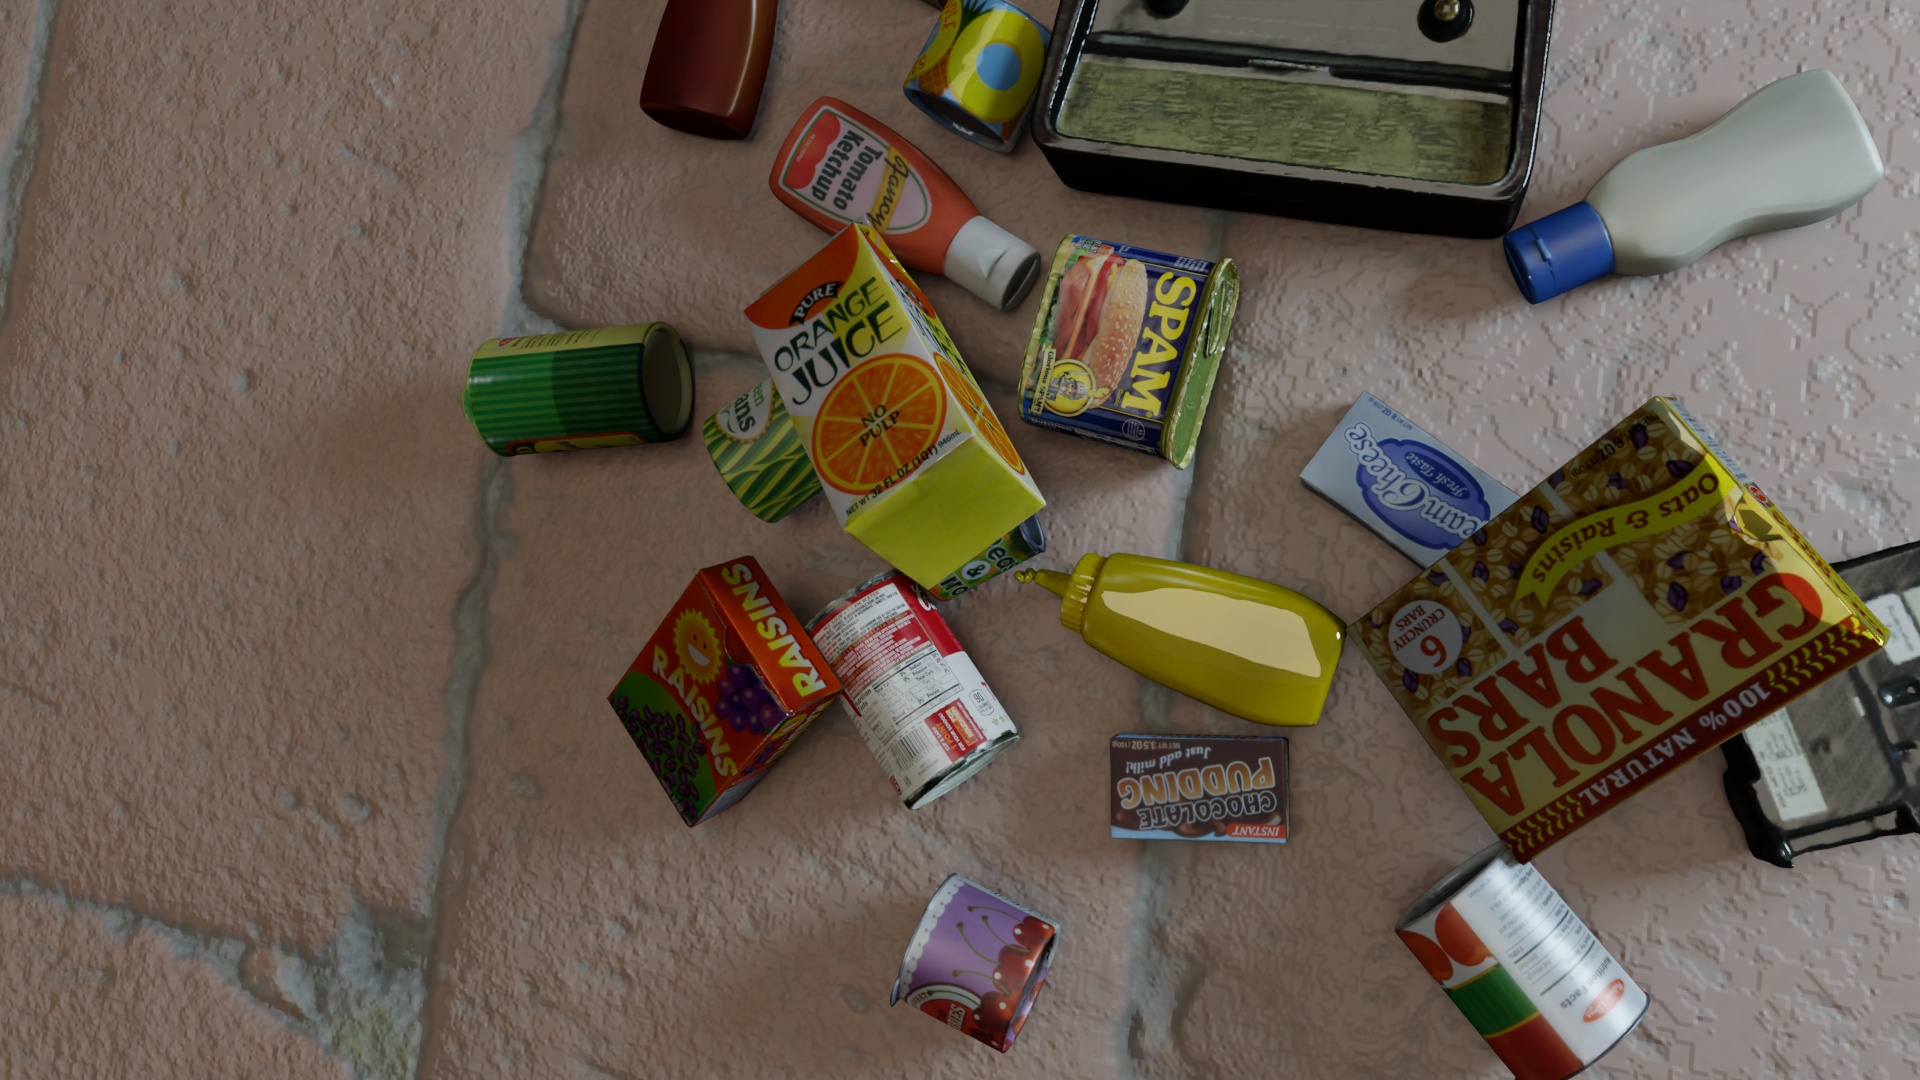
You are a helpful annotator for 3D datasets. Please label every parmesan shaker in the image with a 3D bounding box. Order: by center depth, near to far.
[{"bbox_3d":[-0.207,-0.081,0.757,0.103,0.071,0.071,-3,84,16],"label":"parmesan shaker"}]

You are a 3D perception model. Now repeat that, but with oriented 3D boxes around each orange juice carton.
[{"bbox_3d":[-0.041,-0.078,0.661,0.071,0.073,0.193,-36,54,11],"label":"orange juice carton"}]

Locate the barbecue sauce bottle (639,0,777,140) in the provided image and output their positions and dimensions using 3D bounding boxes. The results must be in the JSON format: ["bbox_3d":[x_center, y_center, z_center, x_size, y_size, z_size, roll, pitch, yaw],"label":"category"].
[{"bbox_3d":[-0.130,-0.302,0.773,0.065,0.043,0.148,14,88,17],"label":"barbecue sauce bottle"}]

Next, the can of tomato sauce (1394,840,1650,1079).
[{"bbox_3d":[0.241,0.184,0.604,0.071,0.071,0.083,-41,75,9],"label":"can of tomato sauce"}]

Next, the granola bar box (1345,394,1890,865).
[{"bbox_3d":[0.265,0.039,0.579,0.165,0.039,0.124,-44,68,28],"label":"granola bar box"}]

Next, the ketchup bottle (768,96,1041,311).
[{"bbox_3d":[-0.027,-0.172,0.730,0.149,0.043,0.064,35,97,16],"label":"ketchup bottle"}]

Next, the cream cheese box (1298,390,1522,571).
[{"bbox_3d":[0.217,-0.019,0.653,0.104,0.024,0.053,38,97,16],"label":"cream cheese box"}]

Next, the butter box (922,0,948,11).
[{"bbox_3d":[-0.039,-0.336,0.760,0.103,0.024,0.053,31,94,17],"label":"butter box"}]

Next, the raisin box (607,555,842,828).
[{"bbox_3d":[-0.122,0.077,0.702,0.086,0.040,0.122,55,131,14],"label":"raisin box"}]

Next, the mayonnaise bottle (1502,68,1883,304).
[{"bbox_3d":[0.325,-0.153,0.628,0.148,0.041,0.065,-22,77,14],"label":"mayonnaise bottle"}]

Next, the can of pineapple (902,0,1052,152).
[{"bbox_3d":[0.010,-0.242,0.713,0.071,0.071,0.058,29,93,17],"label":"can of pineapple"}]

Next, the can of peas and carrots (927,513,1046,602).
[{"bbox_3d":[0.002,-0.009,0.690,0.058,0.071,0.071,-28,78,13],"label":"can of peas and carrots"}]

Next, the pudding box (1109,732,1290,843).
[{"bbox_3d":[0.114,0.118,0.664,0.084,0.030,0.049,-1,85,16],"label":"pudding box"}]

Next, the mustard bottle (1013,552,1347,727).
[{"bbox_3d":[0.101,0.038,0.667,0.160,0.049,0.065,20,95,18],"label":"mustard bottle"}]

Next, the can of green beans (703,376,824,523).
[{"bbox_3d":[-0.092,-0.051,0.723,0.058,0.071,0.071,-32,77,11],"label":"can of green beans"}]

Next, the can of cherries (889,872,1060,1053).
[{"bbox_3d":[0.008,0.204,0.666,0.058,0.071,0.071,23,91,16],"label":"can of cherries"}]
